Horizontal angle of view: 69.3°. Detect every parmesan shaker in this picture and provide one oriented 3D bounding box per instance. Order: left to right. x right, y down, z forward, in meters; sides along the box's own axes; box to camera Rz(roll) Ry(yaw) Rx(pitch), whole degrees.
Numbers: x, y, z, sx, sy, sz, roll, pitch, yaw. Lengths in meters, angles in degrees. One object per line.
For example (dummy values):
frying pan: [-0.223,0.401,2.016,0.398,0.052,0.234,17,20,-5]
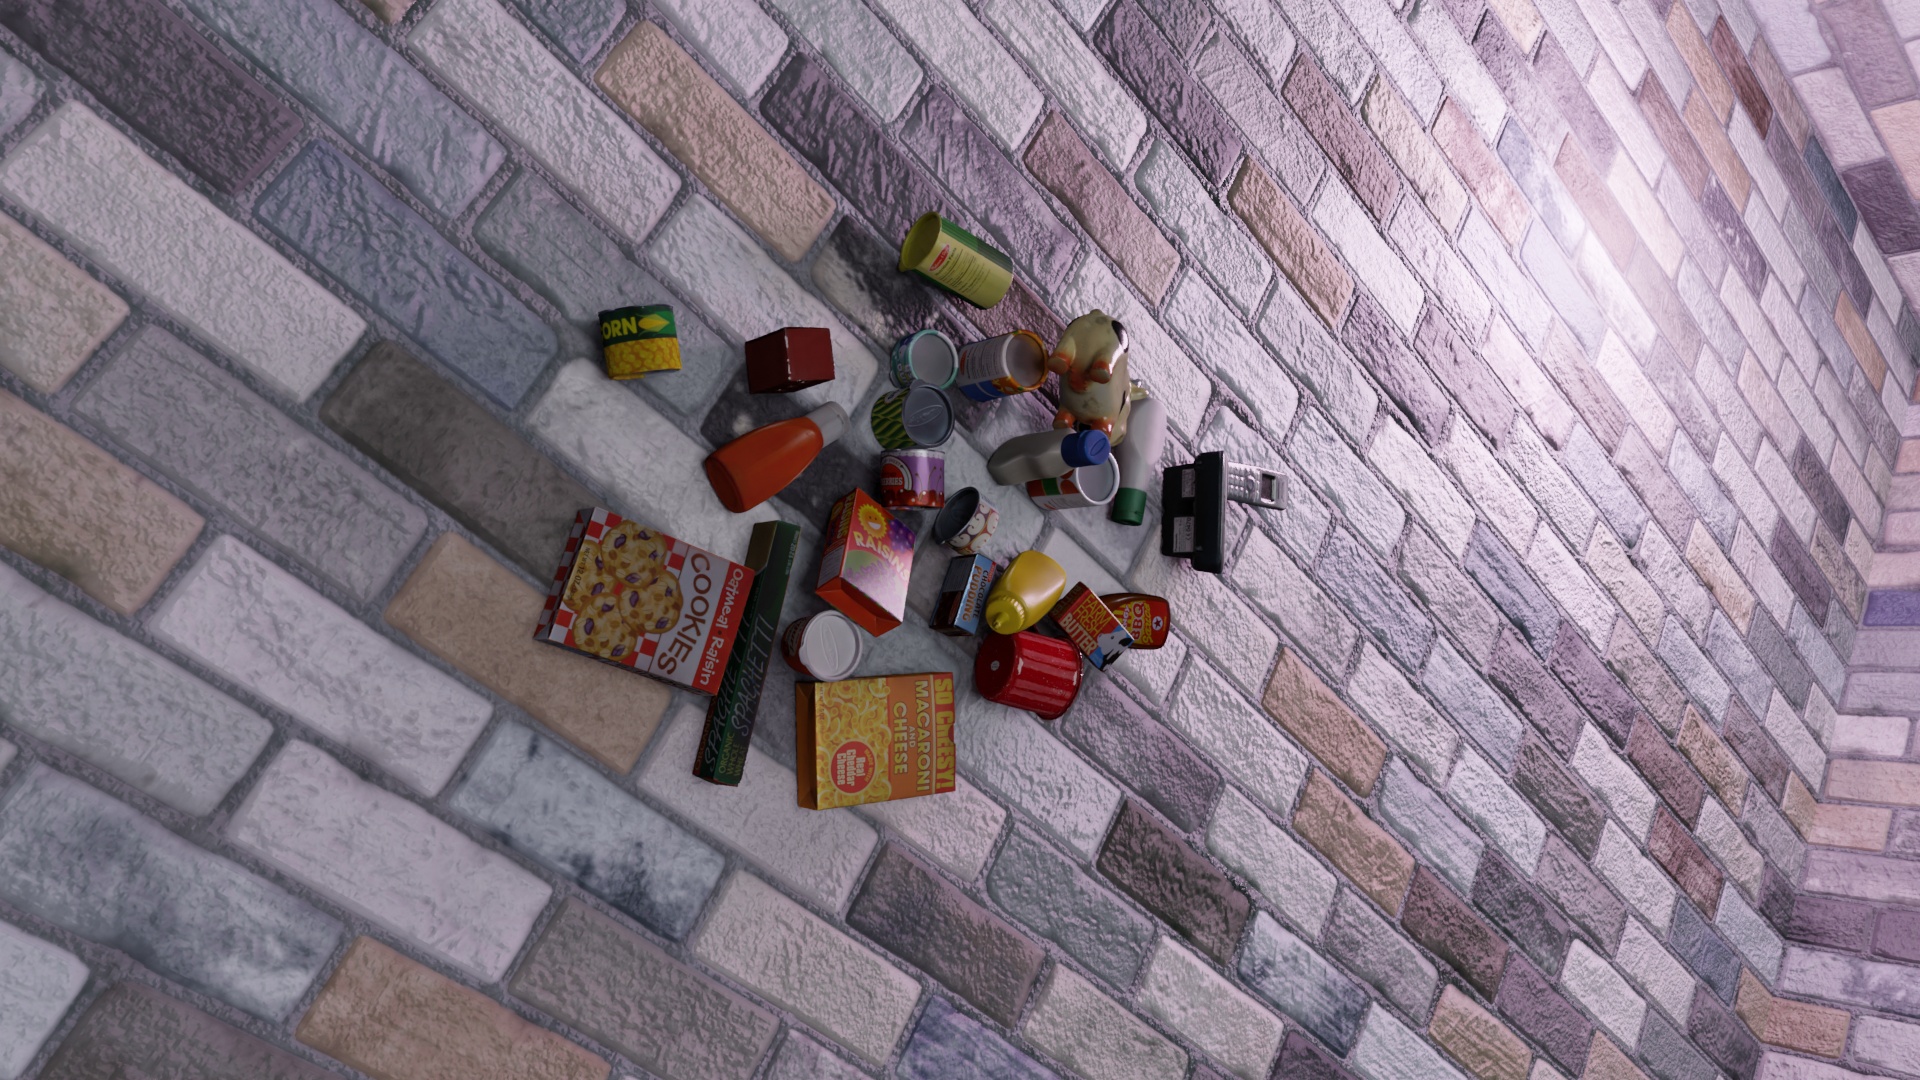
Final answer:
parmesan shaker: [-0.005,-0.291,1.461,0.103,0.071,0.071,24,73,-34]

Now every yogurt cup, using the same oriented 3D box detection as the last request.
yogurt cup: [-0.136,0.101,1.337,0.072,0.054,0.072,3,85,-37]

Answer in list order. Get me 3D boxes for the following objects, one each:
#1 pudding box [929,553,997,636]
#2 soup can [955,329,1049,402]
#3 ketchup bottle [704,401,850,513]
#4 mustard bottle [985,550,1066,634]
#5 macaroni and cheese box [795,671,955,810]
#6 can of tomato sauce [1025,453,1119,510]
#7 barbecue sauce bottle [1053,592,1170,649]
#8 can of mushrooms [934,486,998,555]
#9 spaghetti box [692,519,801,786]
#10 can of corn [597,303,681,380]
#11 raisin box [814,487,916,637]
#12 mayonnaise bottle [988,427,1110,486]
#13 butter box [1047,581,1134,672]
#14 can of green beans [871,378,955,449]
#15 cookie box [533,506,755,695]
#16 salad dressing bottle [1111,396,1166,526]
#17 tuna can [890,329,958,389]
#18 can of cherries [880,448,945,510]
pudding box: [0.002,0.057,1.447,0.030,0.049,0.084,29,70,-28]
soup can: [0.046,-0.185,1.477,0.071,0.083,0.071,3,85,-37]
ketchup bottle: [-0.171,-0.086,1.332,0.149,0.043,0.064,-35,108,-33]
mustard bottle: [0.060,0.061,1.449,0.065,0.048,0.161,34,29,9]
macaroni and cheese box: [-0.081,0.196,1.380,0.167,0.040,0.123,0,87,-37]
can of tomato sauce: [0.123,-0.070,1.526,0.071,0.083,0.071,3,86,-37]
barbecue sauce bottle: [0.171,0.089,1.575,0.149,0.043,0.065,7,89,-36]
can of mushrooms: [0.005,-0.018,1.446,0.033,0.071,0.071,36,66,-30]
spaghetti box: [-0.198,0.103,1.293,0.028,0.050,0.250,20,75,-32]
can of corn: [-0.287,-0.176,1.237,0.071,0.071,0.058,-11,94,-37]
raisin box: [-0.091,0.020,1.355,0.086,0.040,0.124,39,36,-27]
mayonnaise bottle: [0.095,-0.091,1.466,0.065,0.148,0.041,-46,113,-29]
butter box: [0.143,0.095,1.516,0.053,0.024,0.103,-47,126,-5]
can of green beans: [-0.049,-0.124,1.417,0.071,0.057,0.071,3,85,-37]
cookie box: [-0.278,0.057,1.243,0.167,0.040,0.123,25,72,-33]
salad dressing bottle: [0.204,-0.092,1.614,0.064,0.044,0.148,18,77,-37]
tuna can: [-0.038,-0.184,1.445,0.071,0.033,0.071,3,84,-37]
can of cherries: [-0.051,-0.061,1.406,0.071,0.071,0.058,3,87,-37]
